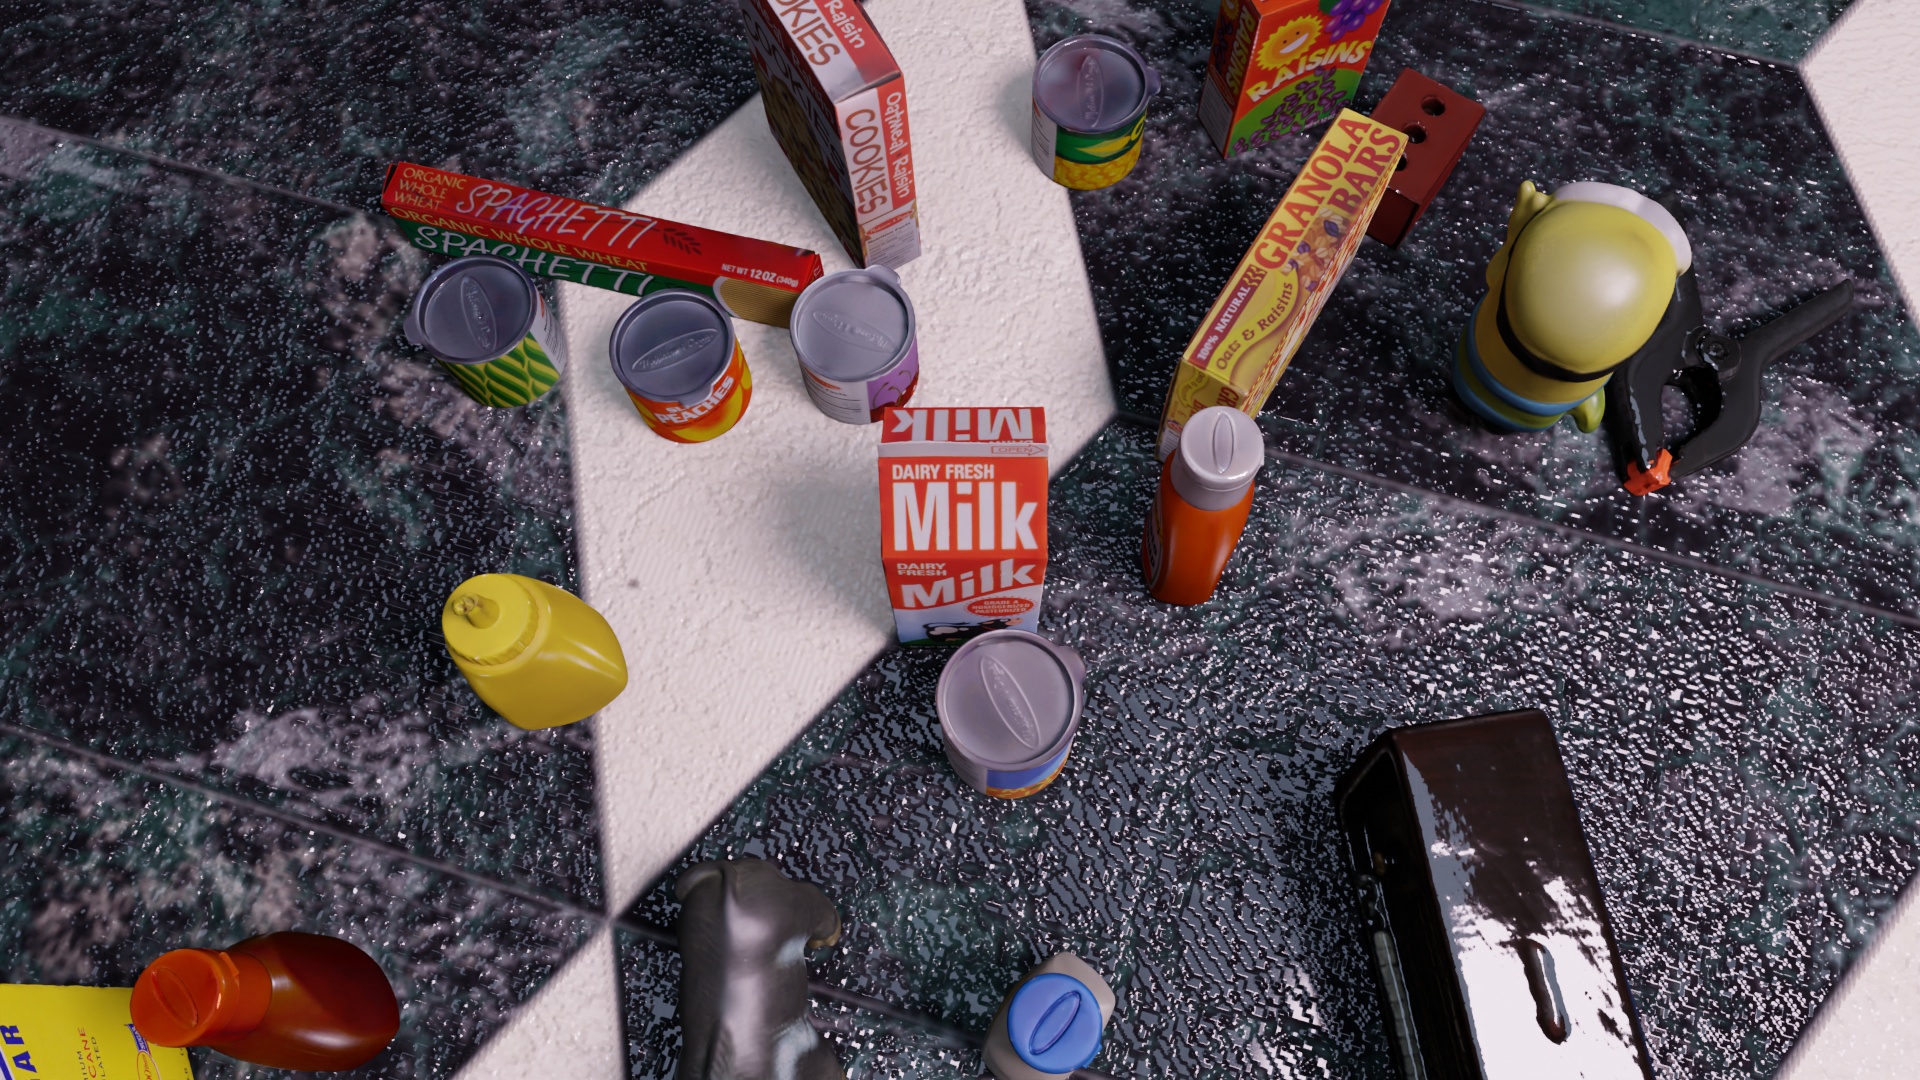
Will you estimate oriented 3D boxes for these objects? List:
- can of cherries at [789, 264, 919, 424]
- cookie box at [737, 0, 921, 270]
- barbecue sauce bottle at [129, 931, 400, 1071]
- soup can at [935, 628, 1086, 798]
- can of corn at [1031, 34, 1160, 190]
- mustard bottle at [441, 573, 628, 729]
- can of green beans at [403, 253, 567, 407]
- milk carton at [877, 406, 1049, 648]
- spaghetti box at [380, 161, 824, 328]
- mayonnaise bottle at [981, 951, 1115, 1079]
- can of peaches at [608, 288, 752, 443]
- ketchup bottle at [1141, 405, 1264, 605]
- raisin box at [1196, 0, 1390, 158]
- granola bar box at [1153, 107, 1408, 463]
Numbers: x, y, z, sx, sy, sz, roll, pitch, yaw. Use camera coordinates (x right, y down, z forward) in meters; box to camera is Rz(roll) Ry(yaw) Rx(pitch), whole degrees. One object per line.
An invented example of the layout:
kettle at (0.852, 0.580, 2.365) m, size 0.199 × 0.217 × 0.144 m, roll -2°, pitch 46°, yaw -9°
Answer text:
can of cherries at (-0.054, -0.105, 0.749) m, size 0.071 × 0.058 × 0.071 m, roll 0°, pitch 70°, yaw 1°
cookie box at (-0.069, -0.232, 0.737) m, size 0.040 × 0.167 × 0.123 m, roll -29°, pitch 72°, yaw -8°
barbecue sauce bottle at (-0.296, 0.197, 0.597) m, size 0.044 × 0.148 × 0.065 m, roll -40°, pitch 75°, yaw -12°
soup can at (0.025, 0.084, 0.665) m, size 0.071 × 0.083 × 0.071 m, roll 0°, pitch 71°, yaw 1°
can of corn at (0.076, -0.244, 0.796) m, size 0.071 × 0.058 × 0.071 m, roll 0°, pitch 70°, yaw 1°
mustard bottle at (-0.202, 0.047, 0.643) m, size 0.065 × 0.159 × 0.049 m, roll -26°, pitch 72°, yaw -7°
can of green beans at (-0.255, -0.113, 0.756) m, size 0.071 × 0.057 × 0.071 m, roll 0°, pitch 70°, yaw 1°
milk carton at (0.002, -0.008, 0.642) m, size 0.072 × 0.190 × 0.073 m, roll -1°, pitch 71°, yaw 1°
spaghetti box at (-0.199, -0.164, 0.777) m, size 0.250 × 0.050 × 0.029 m, roll 13°, pitch 71°, yaw 6°
mayonnaise bottle at (0.037, 0.204, 0.588) m, size 0.041 × 0.147 × 0.065 m, roll 38°, pitch 76°, yaw 13°
can of peaches at (-0.148, -0.090, 0.746) m, size 0.071 × 0.058 × 0.071 m, roll 0°, pitch 70°, yaw 1°
ketchup bottle at (0.115, -0.018, 0.666) m, size 0.043 × 0.148 × 0.065 m, roll 3°, pitch 71°, yaw 3°
raisin box at (0.185, -0.276, 0.771) m, size 0.086 × 0.123 × 0.040 m, roll -21°, pitch 72°, yaw -6°
granola bar box at (0.160, -0.121, 0.715) m, size 0.039 × 0.124 × 0.166 m, roll 31°, pitch 74°, yaw 11°
